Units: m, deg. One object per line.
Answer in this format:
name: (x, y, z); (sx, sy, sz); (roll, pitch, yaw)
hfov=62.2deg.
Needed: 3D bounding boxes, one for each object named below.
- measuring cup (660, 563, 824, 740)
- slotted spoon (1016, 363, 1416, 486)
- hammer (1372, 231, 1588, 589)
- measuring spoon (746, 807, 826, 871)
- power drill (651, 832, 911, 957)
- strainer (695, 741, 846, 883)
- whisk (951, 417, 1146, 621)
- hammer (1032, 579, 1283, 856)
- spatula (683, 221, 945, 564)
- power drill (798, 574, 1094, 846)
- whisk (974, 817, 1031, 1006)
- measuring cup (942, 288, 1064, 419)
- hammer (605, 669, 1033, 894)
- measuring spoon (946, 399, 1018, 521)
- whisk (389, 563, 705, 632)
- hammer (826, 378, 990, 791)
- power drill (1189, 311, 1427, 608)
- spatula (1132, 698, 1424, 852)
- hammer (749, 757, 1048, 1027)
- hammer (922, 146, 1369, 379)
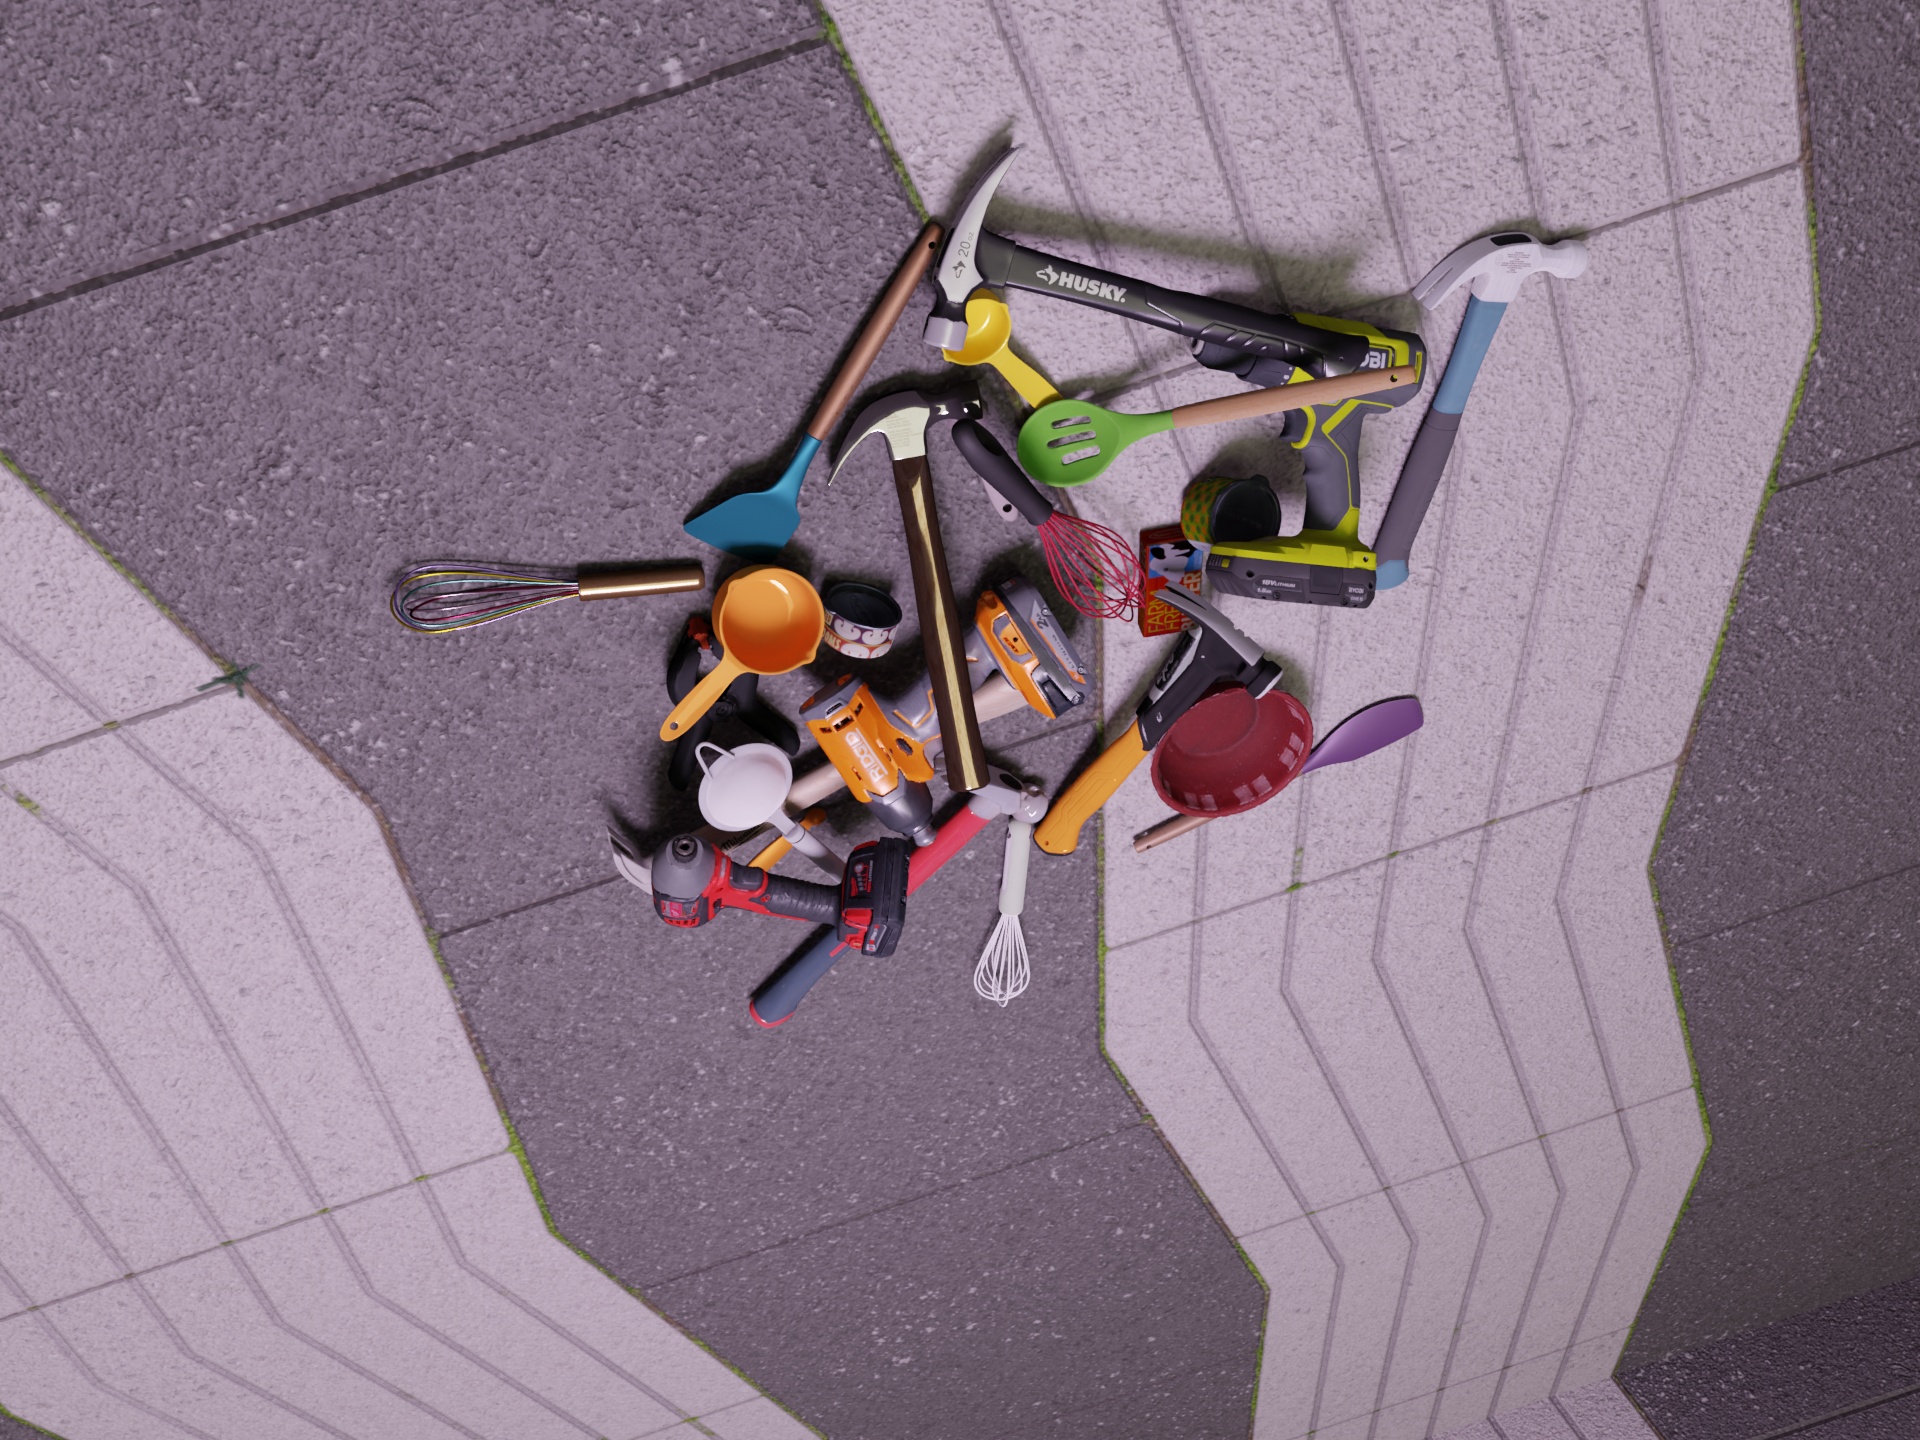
measuring cup: (-0.189, -0.054, 1.306); (0.173, 0.052, 0.095); (-47, 114, -3)
slotted spoon: (0.189, -0.234, 1.217); (0.314, 0.031, 0.070); (-6, 112, 28)
hammer: (0.411, -0.253, 1.352); (0.128, 0.033, 0.330); (-1, 129, -16)
measuring spoon: (-0.171, 0.123, 1.519); (0.117, 0.011, 0.021); (-42, 127, 19)
power drill: (-0.158, 0.143, 1.378); (0.219, 0.079, 0.143); (7, 153, -5)
strainer: (-0.150, 0.095, 1.406); (0.087, 0.050, 0.258); (-44, 140, -2)
whisk: (0.073, -0.158, 1.285); (0.073, 0.073, 0.295); (-35, 142, 14)
hammer: (0.152, 0.018, 1.462); (0.127, 0.034, 0.336); (42, 133, 6)
spatula: (-0.103, -0.247, 1.224); (0.082, 0.044, 0.317); (21, 116, -31)
power drill: (-0.002, -0.004, 1.366); (0.226, 0.084, 0.164); (-32, 102, 1)
whisk: (0.049, 0.197, 1.621); (0.059, 0.058, 0.246); (1, 124, -5)
measuring cup: (0.036, -0.282, 1.237); (0.062, 0.029, 0.156); (-39, 140, 16)
hammer: (-0.119, 0.047, 1.435); (0.410, 0.038, 0.146); (-28, 149, 5)
measuring spoon: (0.023, -0.208, 1.291); (0.034, 0.018, 0.124); (-24, 129, 5)
whisk: (-0.327, -0.100, 1.271); (0.245, 0.047, 0.051); (-6, 129, -14)
hammer: (-0.023, -0.099, 1.280); (0.130, 0.031, 0.331); (-9, 107, 4)
power drill: (0.265, -0.211, 1.271); (0.190, 0.080, 0.228); (4, 97, -16)
spatula: (0.316, 0.058, 1.595); (0.316, 0.018, 0.059); (-27, 130, 6)
hammer: (-0.090, 0.176, 1.554); (0.386, 0.038, 0.143); (-44, 141, 23)
hammer: (0.148, -0.312, 1.175); (0.334, 0.035, 0.146); (11, 107, -13)
